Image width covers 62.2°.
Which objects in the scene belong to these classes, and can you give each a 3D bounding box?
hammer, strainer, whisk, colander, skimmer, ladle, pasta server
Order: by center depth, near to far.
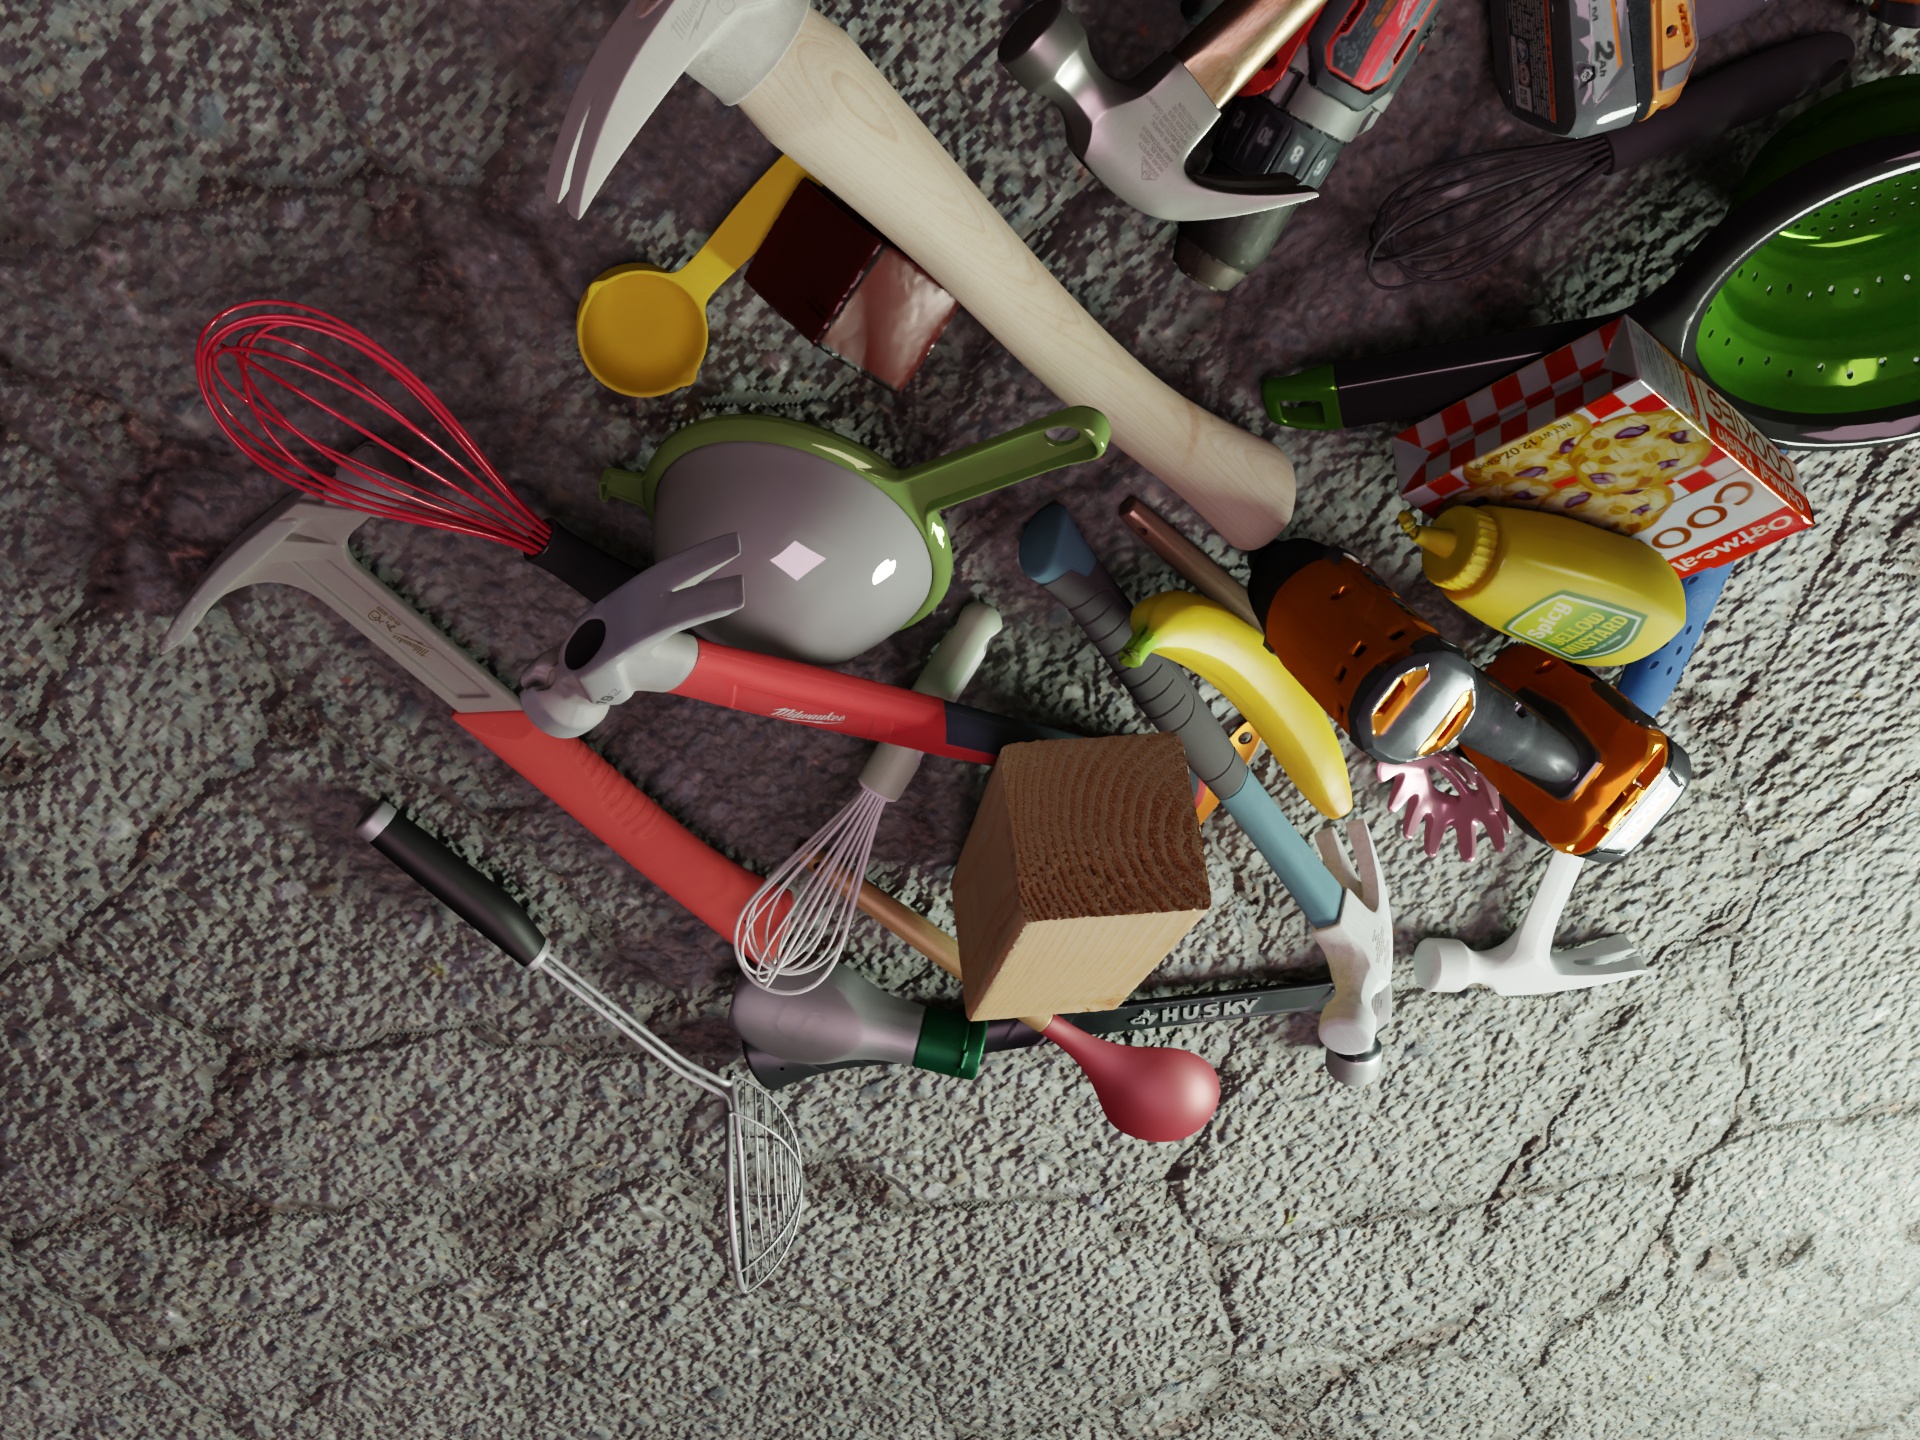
[{"bbox_3d":[0.174,-0.319,0.586,0.331,0.031,0.130,-42,125,15],"label":"hammer"},{"bbox_3d":[0.022,-0.164,0.665,0.146,0.038,0.410,-51,136,8],"label":"hammer"},{"bbox_3d":[-0.044,-0.075,0.700,0.256,0.069,0.151,-13,137,41],"label":"strainer"},{"bbox_3d":[0.293,-0.255,0.721,0.239,0.055,0.055,-23,124,1],"label":"whisk"},{"bbox_3d":[-0.208,-0.092,0.726,0.073,0.073,0.295,-40,133,18],"label":"whisk"},{"bbox_3d":[0.338,-0.208,0.737,0.397,0.095,0.204,-7,152,17],"label":"colander"},{"bbox_3d":[-0.001,-0.002,0.759,0.386,0.038,0.143,13,151,-41],"label":"hammer"},{"bbox_3d":[-0.223,0.023,0.830,0.149,0.037,0.358,-35,122,15],"label":"hammer"},{"bbox_3d":[0.137,0.023,0.845,0.033,0.128,0.330,-23,116,37],"label":"hammer"},{"bbox_3d":[-0.047,0.043,0.847,0.059,0.058,0.246,32,102,2],"label":"whisk"},{"bbox_3d":[0.196,-0.019,0.868,0.316,0.040,0.060,36,140,-26],"label":"pasta server"},{"bbox_3d":[-0.218,0.189,0.912,0.090,0.127,0.363,-41,112,10],"label":"skimmer"},{"bbox_3d":[0.388,0.003,0.915,0.144,0.035,0.405,3,123,-11],"label":"hammer"},{"bbox_3d":[0.031,0.162,0.938,0.315,0.031,0.069,36,103,-14],"label":"ladle"},{"bbox_3d":[0.070,0.184,0.988,0.409,0.036,0.149,-5,123,-5],"label":"hammer"}]

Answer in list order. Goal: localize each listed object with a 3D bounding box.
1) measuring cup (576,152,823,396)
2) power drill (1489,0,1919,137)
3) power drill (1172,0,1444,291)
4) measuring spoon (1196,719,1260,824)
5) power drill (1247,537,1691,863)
[{"bbox_3d":[-0.108,-0.210,0.705,0.156,0.029,0.062,-44,123,6],"label":"measuring cup"},{"bbox_3d":[0.331,-0.354,0.640,0.226,0.084,0.185,-20,124,-1],"label":"power drill"},{"bbox_3d":[0.080,-0.294,0.643,0.226,0.080,0.187,18,119,-24],"label":"power drill"},{"bbox_3d":[0.139,0.043,0.920,0.021,0.011,0.117,22,114,-22],"label":"measuring spoon"},{"bbox_3d":[0.247,-0.020,0.812,0.226,0.164,0.084,21,113,-31],"label":"power drill"}]
